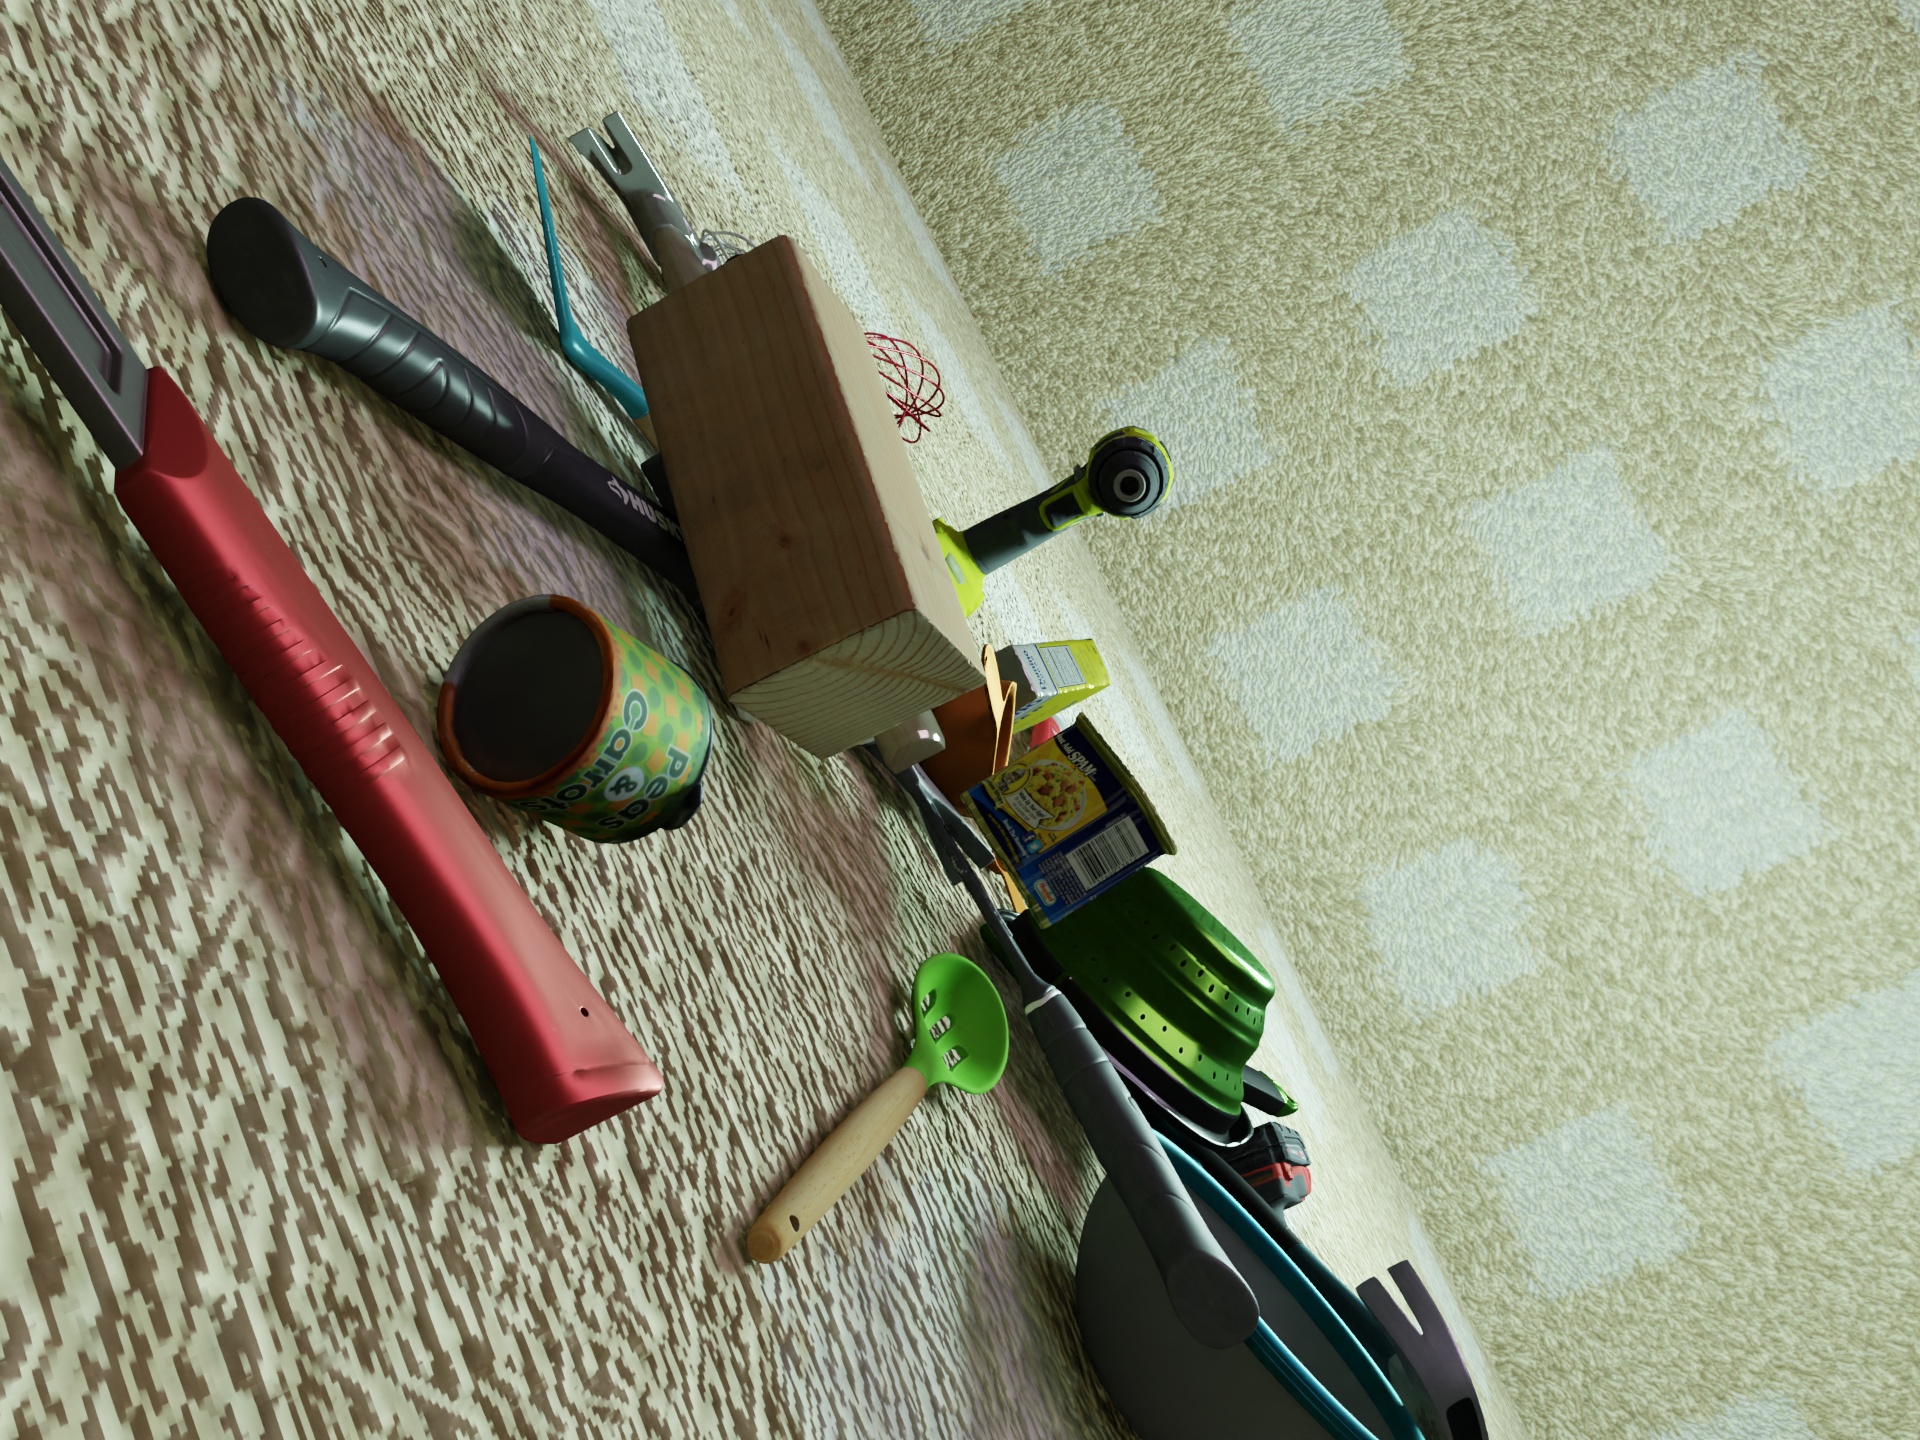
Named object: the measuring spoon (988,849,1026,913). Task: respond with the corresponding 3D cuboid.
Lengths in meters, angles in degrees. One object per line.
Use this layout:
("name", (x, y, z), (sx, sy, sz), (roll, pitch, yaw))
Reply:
("measuring spoon", (0.041, 0.139, 1.049), (0.021, 0.011, 0.117), (8, 58, -63))

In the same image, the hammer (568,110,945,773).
("hammer", (-0.109, -0.153, 0.867), (0.411, 0.038, 0.146), (63, 4, 25))

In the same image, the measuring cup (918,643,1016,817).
("measuring cup", (-0.001, -0.003, 0.940), (0.173, 0.052, 0.095), (80, 20, -63))

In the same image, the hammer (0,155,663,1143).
("hammer", (-0.185, -0.044, 0.410), (0.359, 0.036, 0.149), (59, 12, -13))

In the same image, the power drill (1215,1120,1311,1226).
("power drill", (0.249, 0.420, 1.164), (0.187, 0.080, 0.227), (40, 28, -62))

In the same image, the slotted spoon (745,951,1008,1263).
("slotted spoon", (-0.029, 0.157, 0.661), (0.070, 0.031, 0.314), (63, 13, 2))

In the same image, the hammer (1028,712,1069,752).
("hammer", (0.075, 0.048, 1.280), (0.143, 0.038, 0.386), (63, 8, -7))

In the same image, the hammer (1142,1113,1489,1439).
("hammer", (0.191, 0.315, 0.940), (0.331, 0.033, 0.128), (34, -38, 62))

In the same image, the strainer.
("strainer", (0.112, 0.292, 0.831), (0.211, 0.095, 0.340), (45, 2, -14))

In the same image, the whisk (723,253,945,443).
("whisk", (-0.080, -0.244, 1.048), (0.073, 0.073, 0.295), (66, 16, 14))

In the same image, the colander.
("colander", (0.163, 0.186, 1.030), (0.205, 0.094, 0.396), (46, 7, 38))

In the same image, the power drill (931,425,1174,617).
("power drill", (0.055, -0.147, 1.201), (0.080, 0.228, 0.190), (61, 12, -9))

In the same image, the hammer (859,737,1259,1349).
("hammer", (0.034, 0.130, 0.773), (0.149, 0.036, 0.409), (57, 0, -38))

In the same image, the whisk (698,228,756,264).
("whisk", (-0.118, -0.211, 1.058), (0.246, 0.058, 0.059), (66, -15, -7))

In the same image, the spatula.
("spatula", (-0.140, -0.147, 0.819), (0.317, 0.044, 0.082), (53, 11, -43))

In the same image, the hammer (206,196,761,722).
("hammer", (-0.166, -0.107, 0.639), (0.334, 0.035, 0.146), (37, 29, -64))
